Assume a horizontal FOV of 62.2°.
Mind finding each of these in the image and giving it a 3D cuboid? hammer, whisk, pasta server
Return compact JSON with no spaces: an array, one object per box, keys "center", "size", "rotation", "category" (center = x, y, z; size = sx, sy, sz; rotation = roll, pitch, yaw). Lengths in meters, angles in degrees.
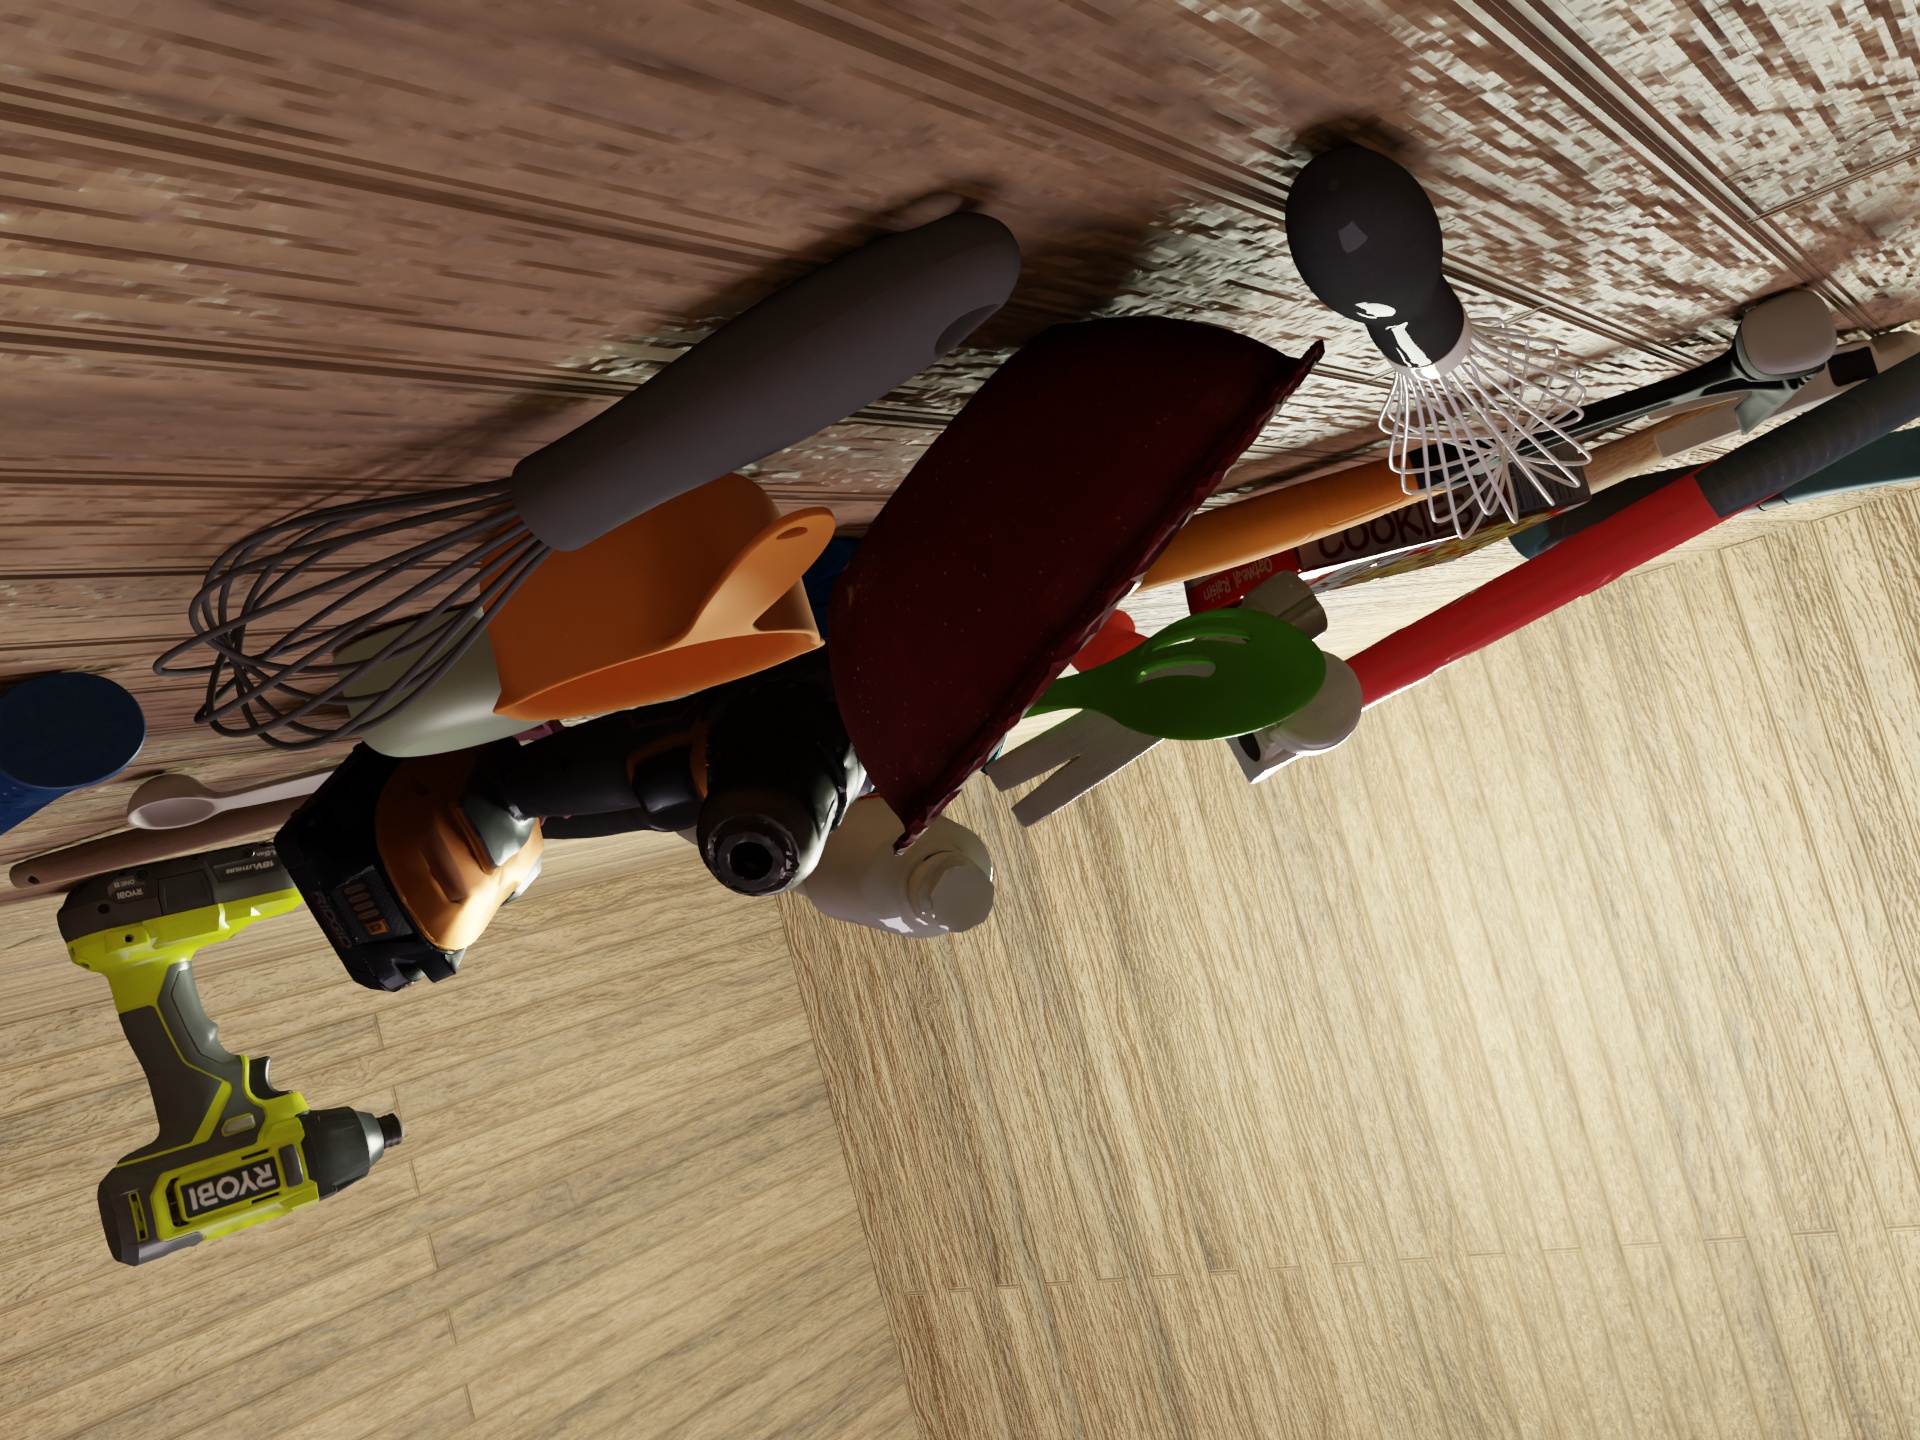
[{"center":[0.429,-0.126,0.850],"size":[0.033,0.128,0.331],"rotation":[-12,-176,-30],"category":"hammer"},{"center":[0.284,-0.079,0.654],"size":[0.386,0.038,0.143],"rotation":[-28,172,-3],"category":"hammer"},{"center":[0.329,-0.130,0.860],"size":[0.130,0.031,0.331],"rotation":[-14,176,-29],"category":"hammer"},{"center":[-0.239,0.053,0.864],"size":[0.149,0.036,0.409],"rotation":[-10,180,-34],"category":"hammer"},{"center":[-0.394,0.053,0.587],"size":[0.144,0.035,0.405],"rotation":[-12,174,-45],"category":"hammer"},{"center":[0.132,-0.097,0.436],"size":[0.070,0.070,0.284],"rotation":[-17,171,24],"category":"whisk"},{"center":[0.185,-0.102,0.690],"size":[0.337,0.034,0.127],"rotation":[-17,175,15],"category":"hammer"},{"center":[-0.318,0.044,0.748],"size":[0.316,0.060,0.040],"rotation":[-14,-147,12],"category":"pasta server"},{"center":[0.075,-0.024,0.806],"size":[0.149,0.036,0.359],"rotation":[-33,-175,2],"category":"hammer"},{"center":[-0.090,-0.049,0.345],"size":[0.239,0.055,0.055],"rotation":[-22,173,26],"category":"whisk"}]

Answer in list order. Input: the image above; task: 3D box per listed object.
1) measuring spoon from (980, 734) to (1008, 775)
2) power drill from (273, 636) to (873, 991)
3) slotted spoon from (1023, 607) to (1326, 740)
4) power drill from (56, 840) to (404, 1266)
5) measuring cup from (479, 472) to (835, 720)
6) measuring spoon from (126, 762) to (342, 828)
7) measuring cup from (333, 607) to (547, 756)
[{"center":[0.025,-0.028,0.781],"size":[0.021,0.128,0.042],"rotation":[21,-145,4],"category":"measuring spoon"},{"center":[-0.134,0.030,0.594],"size":[0.226,0.084,0.185],"rotation":[-17,-158,11],"category":"power drill"},{"center":[-0.001,-0.002,0.645],"size":[0.314,0.031,0.070],"rotation":[-11,-146,39],"category":"slotted spoon"},{"center":[-0.447,0.195,0.975],"size":[0.171,0.223,0.080],"rotation":[-12,175,-40],"category":"power drill"},{"center":[-0.071,-0.045,0.402],"size":[0.095,0.052,0.173],"rotation":[-13,173,-26],"category":"measuring cup"},{"center":[-0.287,0.022,0.676],"size":[0.124,0.018,0.034],"rotation":[-13,162,-21],"category":"measuring spoon"},{"center":[-0.135,-0.019,0.569],"size":[0.167,0.038,0.083],"rotation":[-11,174,-38],"category":"measuring cup"}]
